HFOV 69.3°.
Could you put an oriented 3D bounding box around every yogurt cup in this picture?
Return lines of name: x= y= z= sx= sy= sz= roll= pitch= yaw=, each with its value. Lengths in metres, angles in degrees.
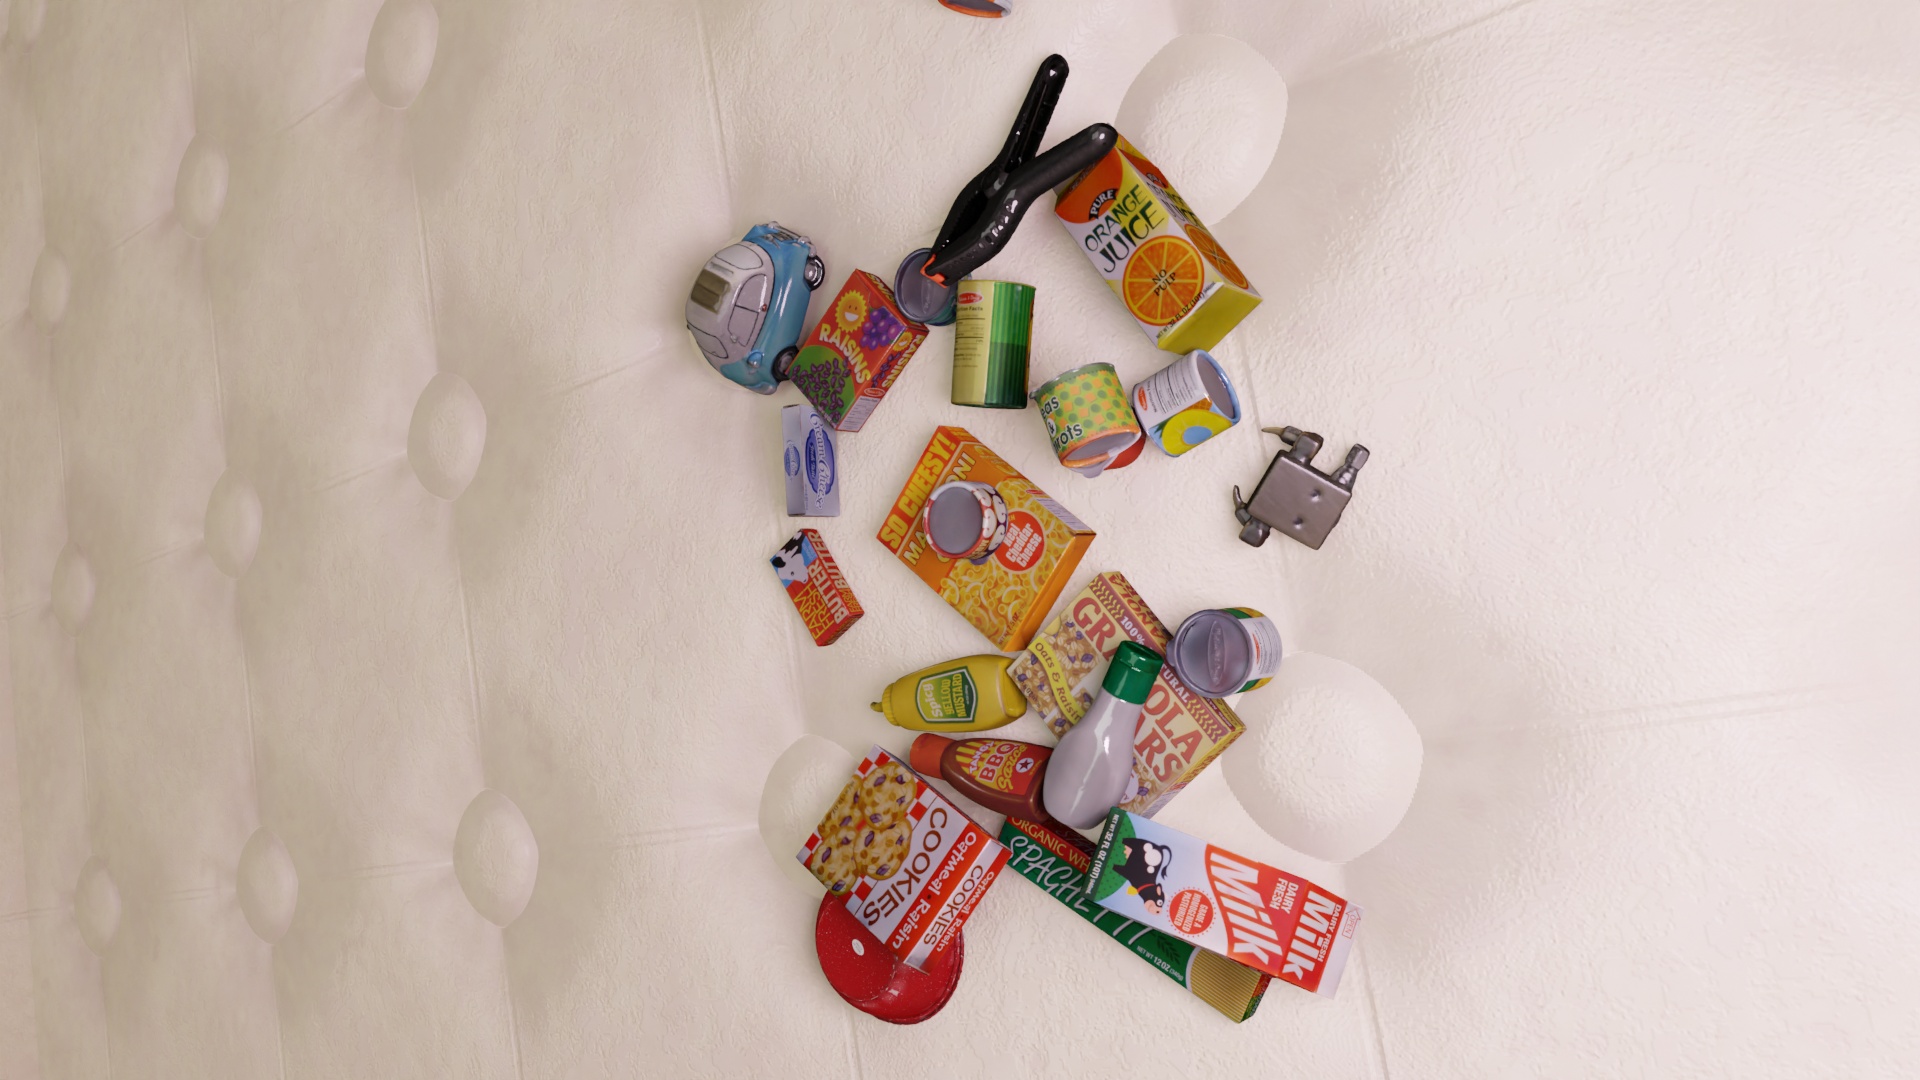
yogurt cup: x=0.114 y=-0.086 z=1.118 sx=0.072 sy=0.054 sz=0.072 roll=-1 pitch=89 yaw=35

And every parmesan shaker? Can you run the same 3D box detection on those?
parmesan shaker: x=0.026 y=-0.164 z=1.175 sx=0.071 sy=0.071 sz=0.103 roll=6 pitch=93 yaw=35

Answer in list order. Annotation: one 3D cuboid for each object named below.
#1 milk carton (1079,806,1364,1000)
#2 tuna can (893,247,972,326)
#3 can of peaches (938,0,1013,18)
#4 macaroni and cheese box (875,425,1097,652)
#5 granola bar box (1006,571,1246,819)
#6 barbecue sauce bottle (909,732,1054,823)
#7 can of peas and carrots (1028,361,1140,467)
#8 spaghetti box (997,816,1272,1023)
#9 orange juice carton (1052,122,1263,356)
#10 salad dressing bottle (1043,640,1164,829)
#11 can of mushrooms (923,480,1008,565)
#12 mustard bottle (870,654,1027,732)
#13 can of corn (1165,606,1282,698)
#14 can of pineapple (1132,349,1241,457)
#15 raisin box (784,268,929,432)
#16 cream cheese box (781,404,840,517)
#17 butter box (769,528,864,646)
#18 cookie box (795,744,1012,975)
milk carton: x=0.191 y=0.265 z=1.017 sx=0.191 sy=0.073 sz=0.072 roll=19 pitch=77 yaw=18
tuna can: x=-0.022 y=-0.224 z=1.228 sx=0.071 sy=0.033 sz=0.071 roll=-1 pitch=89 yaw=35
can of peaches: x=0.014 y=-0.485 z=1.188 sx=0.071 sy=0.071 sz=0.058 roll=14 pitch=98 yaw=34
macaroni and cheese box: x=0.019 y=-0.003 z=1.191 sx=0.167 sy=0.040 sz=0.123 roll=41 pitch=111 yaw=28
granola bar box: x=0.129 y=0.126 z=1.111 sx=0.123 sy=0.039 sz=0.166 roll=-49 pitch=64 yaw=24
barbecue sauce bottle: x=0.022 y=0.194 z=1.175 sx=0.148 sy=0.065 sz=0.043 roll=7 pitch=134 yaw=42
can of peas and carrots: x=0.094 y=-0.094 z=1.054 sx=0.070 sy=0.071 sz=0.059 roll=-29 pitch=73 yaw=31
spaghetti box: x=0.132 y=0.292 z=1.112 sx=0.250 sy=0.029 sz=0.050 roll=28 pitch=104 yaw=32
orange juice carton: x=0.143 y=-0.238 z=1.089 sx=0.071 sy=0.073 sz=0.193 roll=-44 pitch=65 yaw=26
salad dressing bottle: x=0.112 y=0.150 z=1.072 sx=0.064 sy=0.044 sz=0.147 roll=31 pitch=106 yaw=33
can of mushrooms: x=0.004 y=-0.014 z=1.155 sx=0.071 sy=0.033 sz=0.071 roll=-1 pitch=88 yaw=34
mustard bottle: x=-0.019 y=0.138 z=1.208 sx=0.160 sy=0.049 sz=0.065 roll=-14 pitch=80 yaw=34
can of corn: x=0.200 y=0.084 z=1.051 sx=0.071 sy=0.058 sz=0.071 roll=0 pitch=89 yaw=35
can of pineapple: x=0.175 y=-0.105 z=1.070 sx=0.057 sy=0.071 sz=0.071 roll=-30 pitch=73 yaw=31
raisin box: x=-0.096 y=-0.173 z=1.275 sx=0.086 sy=0.040 sz=0.123 roll=50 pitch=114 yaw=26
cream cheese box: x=-0.139 y=-0.073 z=1.295 sx=0.024 sy=0.053 sz=0.104 roll=-6 pitch=85 yaw=33
butter box: x=-0.135 y=0.044 z=1.307 sx=0.053 sy=0.024 sz=0.104 roll=-44 pitch=66 yaw=27
cookie box: x=-0.050 y=0.270 z=1.189 sx=0.168 sy=0.040 sz=0.123 roll=30 pitch=83 yaw=45
